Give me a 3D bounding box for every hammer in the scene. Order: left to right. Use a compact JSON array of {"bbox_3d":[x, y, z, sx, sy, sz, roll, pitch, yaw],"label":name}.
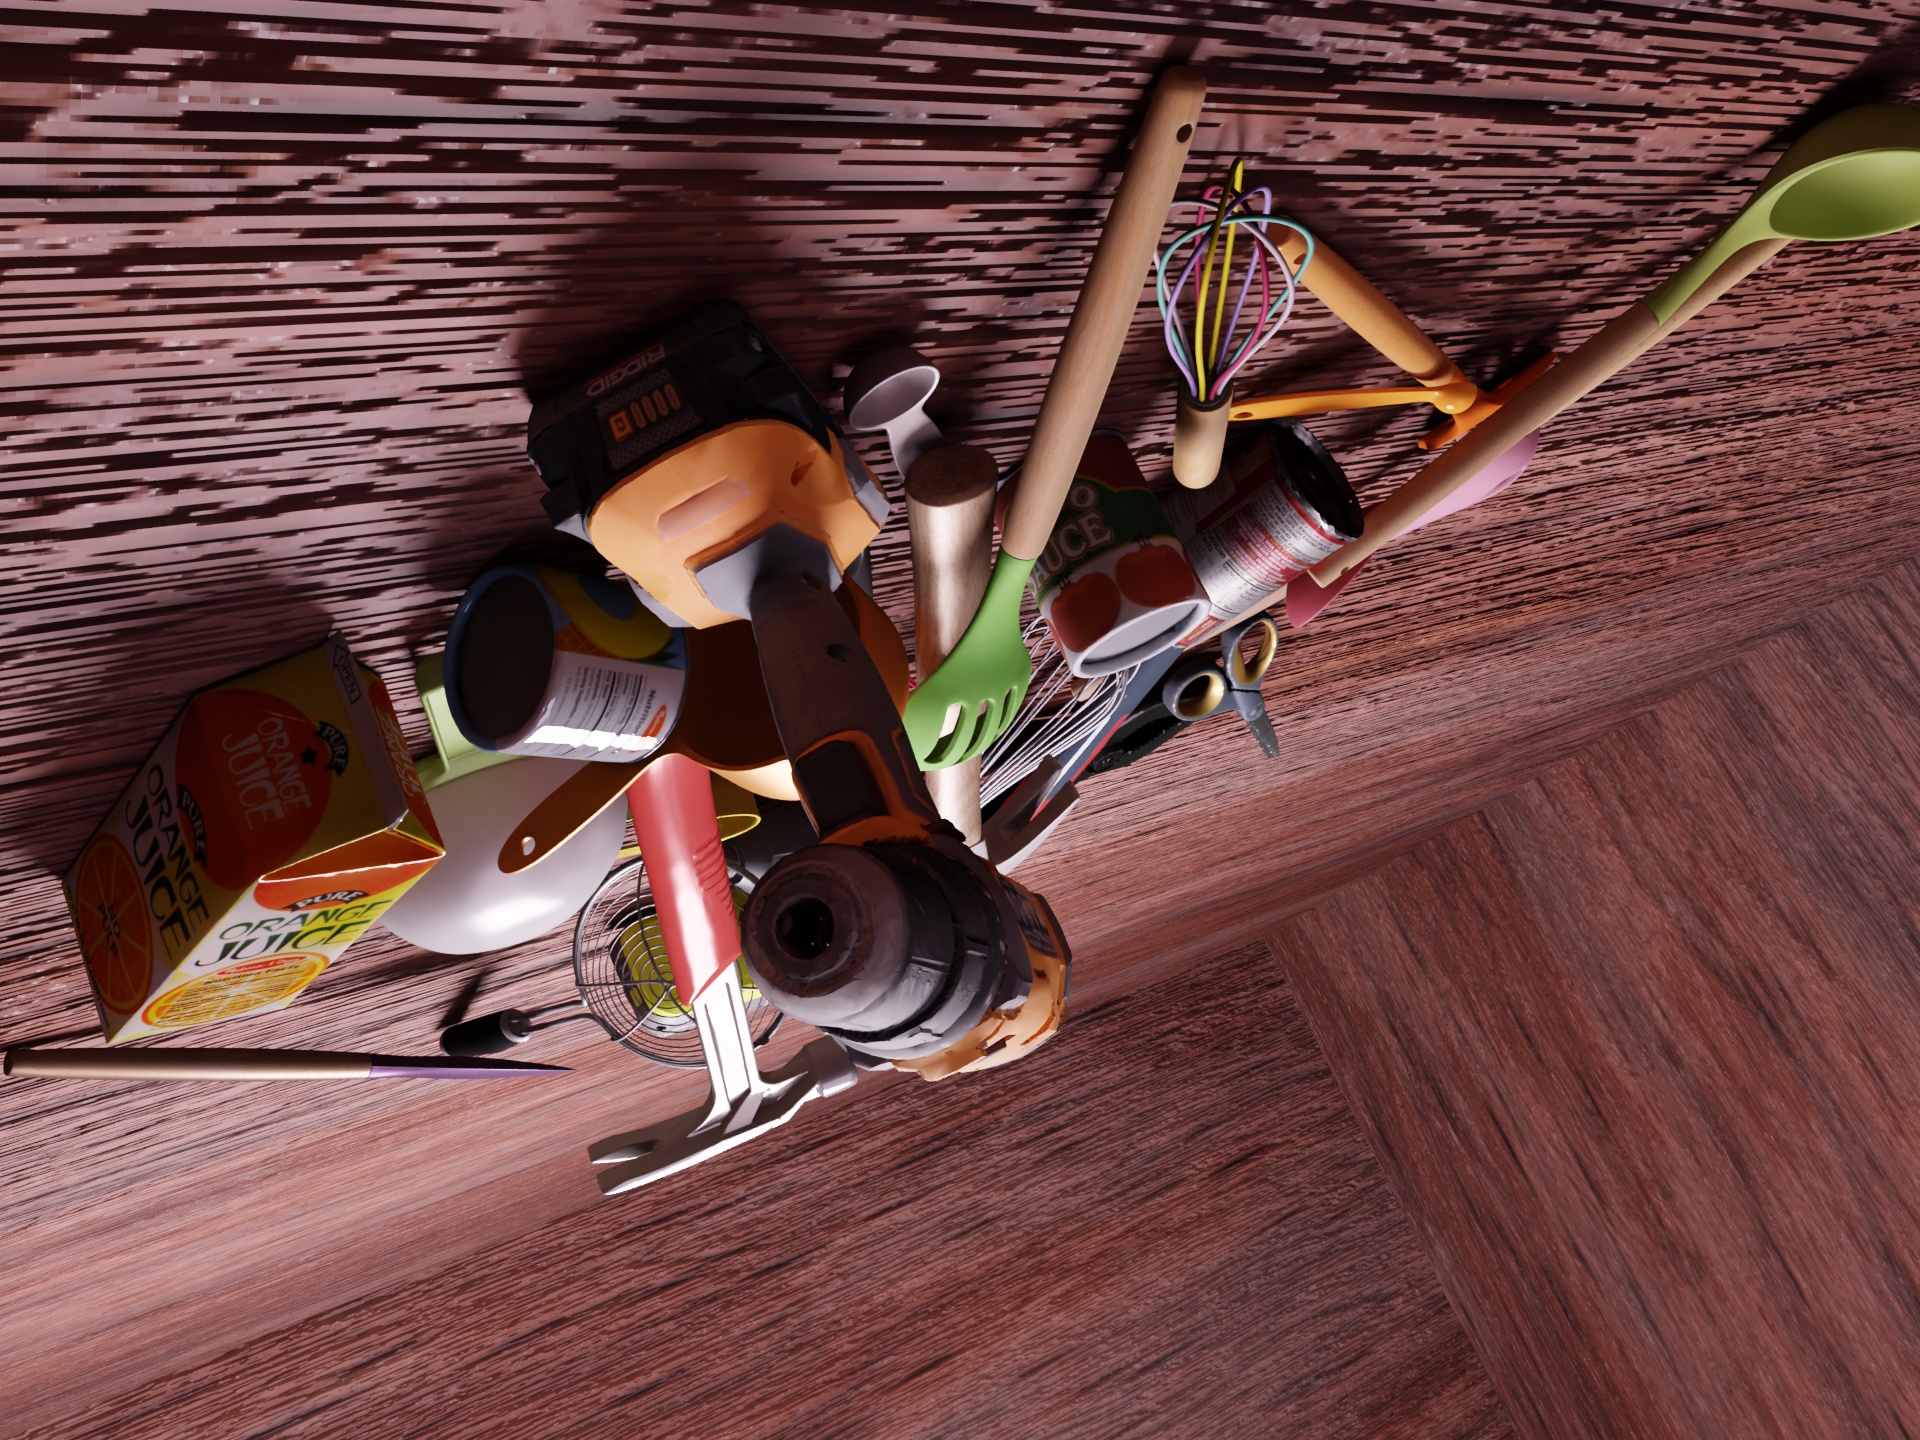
[{"bbox_3d":[-0.131,0.100,0.746,0.149,0.037,0.358,-20,139,-17],"label":"hammer"},{"bbox_3d":[-0.001,-0.002,0.711,0.130,0.031,0.331,-26,151,-16],"label":"hammer"},{"bbox_3d":[0.046,0.038,0.935,0.143,0.038,0.386,-31,163,-48],"label":"hammer"}]

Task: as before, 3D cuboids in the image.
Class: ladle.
[{"bbox_3d":[0.284,-0.153,0.779,0.315,0.031,0.069,-37,-171,11],"label":"ladle"},{"bbox_3d":[0.294,-0.156,0.713,0.320,0.062,0.078,-39,156,13],"label":"ladle"}]

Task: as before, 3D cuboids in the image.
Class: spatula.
[{"bbox_3d":[-0.352,0.191,0.879,0.060,0.018,0.315,-9,164,42],"label":"spatula"},{"bbox_3d":[0.195,-0.164,0.691,0.081,0.041,0.322,-34,158,26],"label":"spatula"}]

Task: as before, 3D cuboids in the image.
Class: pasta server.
[{"bbox_3d":[0.186,-0.089,0.902,0.316,0.040,0.060,-29,178,31],"label":"pasta server"}]

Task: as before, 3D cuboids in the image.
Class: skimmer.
[{"bbox_3d":[-0.227,0.165,0.976,0.090,0.127,0.363,-37,-171,-38],"label":"skimmer"}]

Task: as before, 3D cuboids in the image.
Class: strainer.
[{"bbox_3d":[-0.198,0.046,0.677,0.151,0.069,0.256,-20,165,-18],"label":"strainer"}]

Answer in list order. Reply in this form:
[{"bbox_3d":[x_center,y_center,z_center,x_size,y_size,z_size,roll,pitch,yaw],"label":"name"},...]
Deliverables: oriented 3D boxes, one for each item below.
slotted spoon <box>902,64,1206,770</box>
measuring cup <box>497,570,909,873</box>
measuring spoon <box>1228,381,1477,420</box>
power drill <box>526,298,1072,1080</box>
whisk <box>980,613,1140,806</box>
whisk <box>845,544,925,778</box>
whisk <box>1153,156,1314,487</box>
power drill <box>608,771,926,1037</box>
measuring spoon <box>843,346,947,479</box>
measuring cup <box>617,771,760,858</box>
[{"bbox_3d":[0.026,-0.080,0.560,0.070,0.031,0.313,-18,147,-31],"label":"slotted spoon"},{"bbox_3d":[-0.095,0.011,0.598,0.173,0.095,0.052,-37,148,10],"label":"measuring cup"},{"bbox_3d":[0.166,-0.135,0.689,0.117,0.011,0.021,-5,170,-1],"label":"measuring spoon"},{"bbox_3d":[-0.046,-0.005,0.454,0.084,0.226,0.185,-27,164,7],"label":"power drill"},{"bbox_3d":[0.005,0.037,0.881,0.070,0.070,0.284,-5,142,-50],"label":"whisk"},{"bbox_3d":[-0.045,-0.024,0.720,0.073,0.073,0.295,-23,157,-7],"label":"whisk"},{"bbox_3d":[0.095,-0.137,0.598,0.051,0.047,0.245,-14,169,4],"label":"whisk"},{"bbox_3d":[-0.124,0.112,0.997,0.171,0.080,0.223,-11,155,-43],"label":"power drill"},{"bbox_3d":[-0.021,-0.107,0.569,0.034,0.018,0.124,-30,171,2],"label":"measuring spoon"},{"bbox_3d":[-0.184,0.057,0.836,0.156,0.029,0.062,-13,166,-1],"label":"measuring cup"}]
